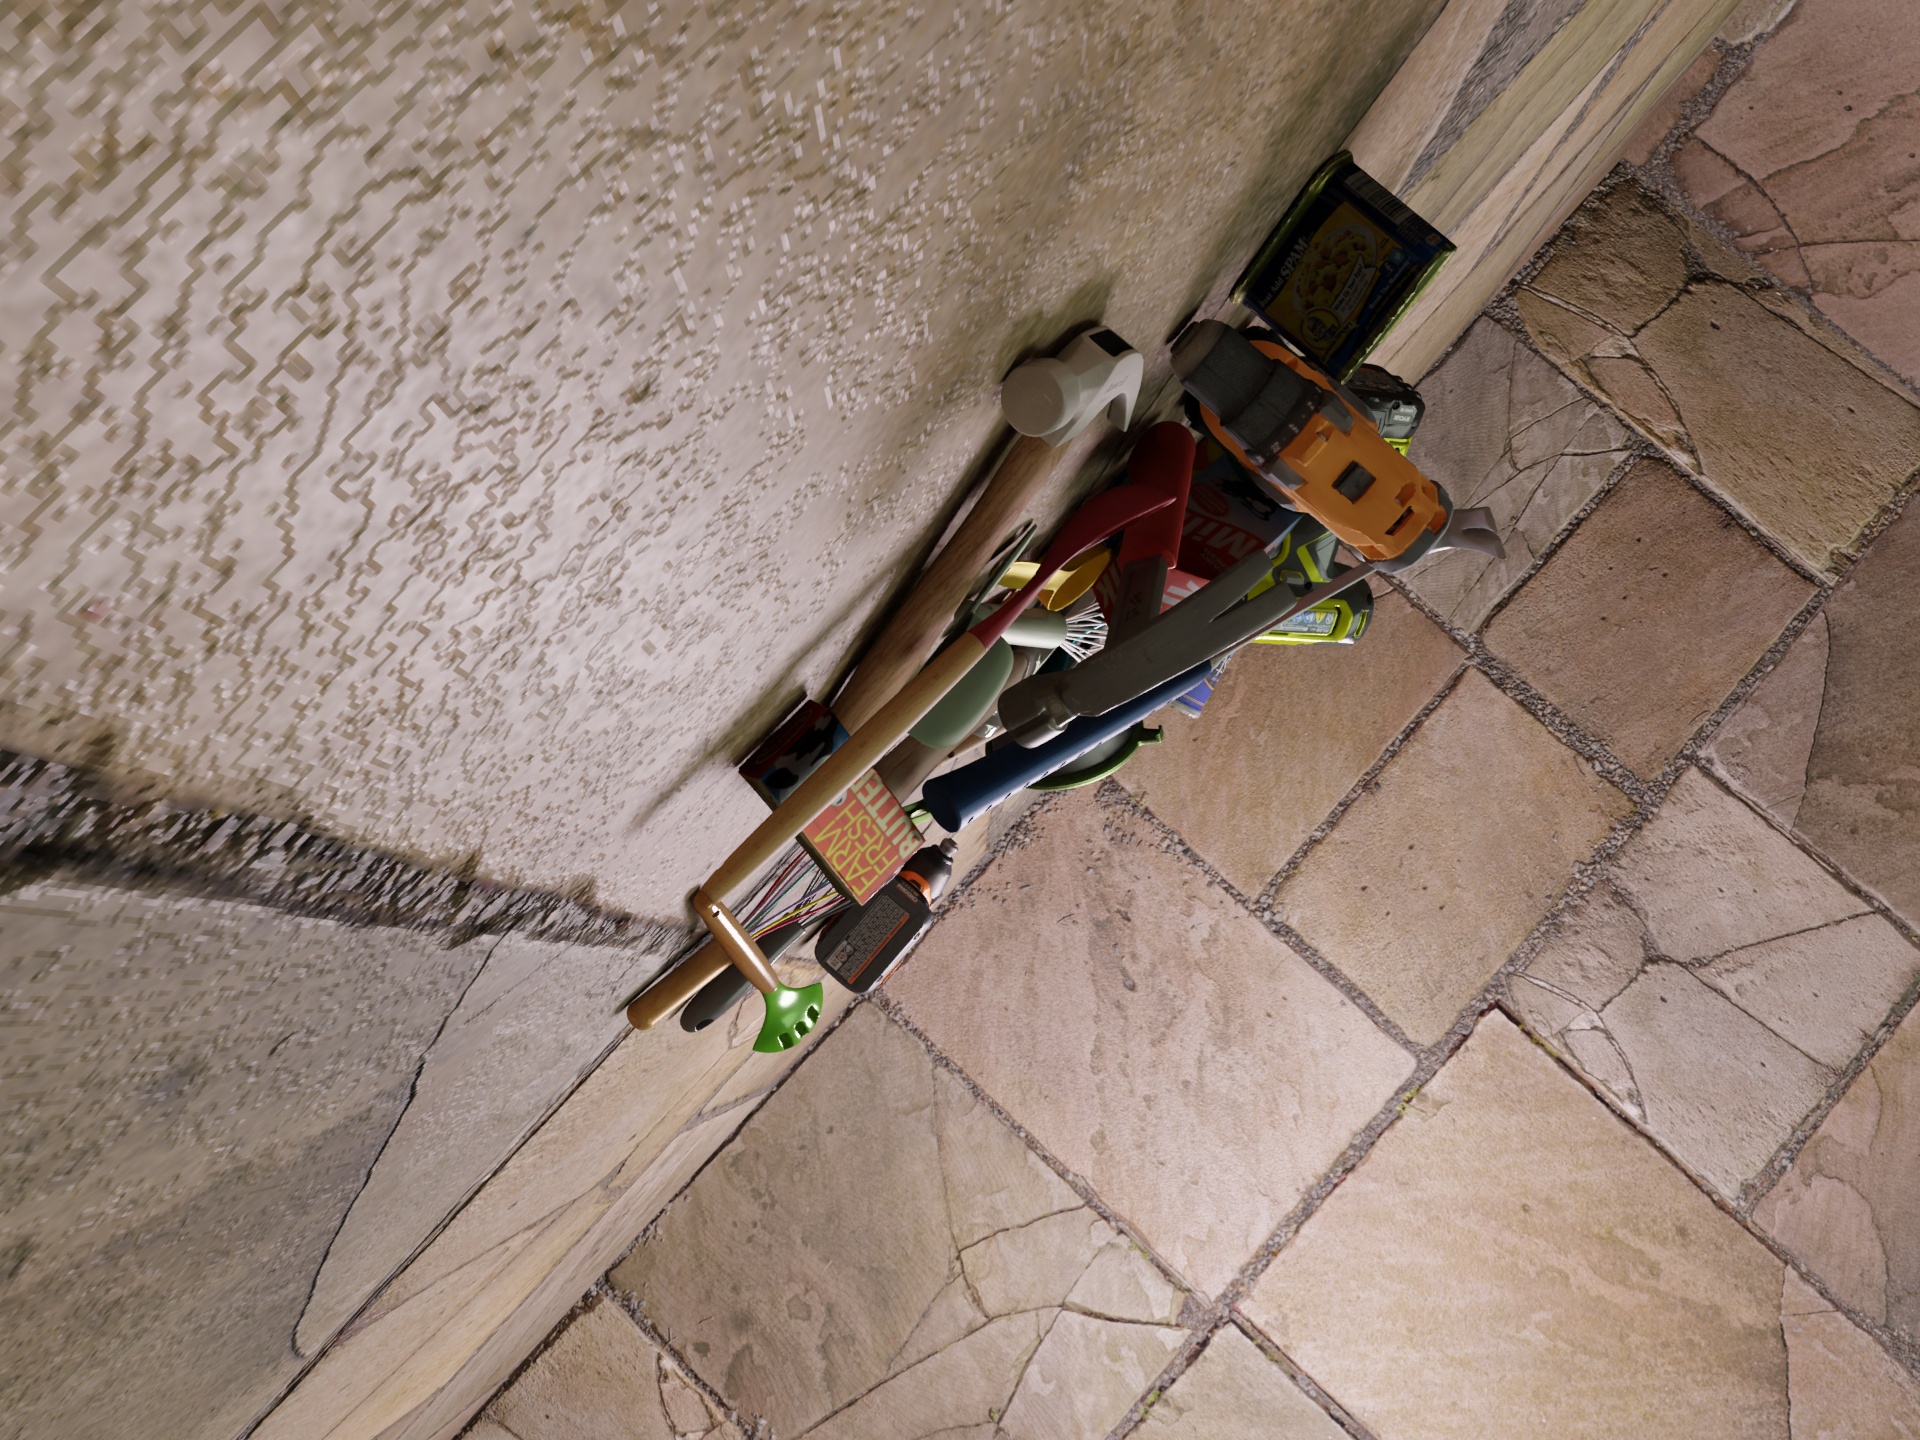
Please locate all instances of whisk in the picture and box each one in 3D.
[{"bbox_3d":[0.064,-0.060,1.045,0.246,0.058,0.059,1,109,-60],"label":"whisk"},{"bbox_3d":[-0.131,0.161,1.261,0.239,0.055,0.055,-43,172,-6],"label":"whisk"},{"bbox_3d":[-0.137,0.141,1.112,0.245,0.047,0.051,-37,169,-43],"label":"whisk"}]

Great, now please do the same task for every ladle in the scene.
[{"bbox_3d":[-0.010,-0.021,0.797,0.315,0.031,0.069,-44,-176,-13],"label":"ladle"}]

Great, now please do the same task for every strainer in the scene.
[{"bbox_3d":[0.046,0.016,1.453,0.256,0.152,0.069,-27,126,-19],"label":"strainer"}]

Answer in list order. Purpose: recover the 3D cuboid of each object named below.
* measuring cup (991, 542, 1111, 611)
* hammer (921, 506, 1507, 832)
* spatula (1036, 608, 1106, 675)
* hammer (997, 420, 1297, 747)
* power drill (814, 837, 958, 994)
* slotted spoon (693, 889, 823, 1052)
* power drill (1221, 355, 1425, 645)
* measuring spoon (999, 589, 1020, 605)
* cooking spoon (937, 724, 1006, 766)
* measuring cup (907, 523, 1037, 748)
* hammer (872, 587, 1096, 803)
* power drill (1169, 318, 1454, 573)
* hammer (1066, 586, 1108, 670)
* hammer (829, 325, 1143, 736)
[{"bbox_3d":[0.050,-0.101,1.027,0.062,0.029,0.156,-46,162,20],"label":"measuring cup"},{"bbox_3d":[0.157,-0.041,0.972,0.405,0.035,0.144,-28,-166,-21],"label":"hammer"},{"bbox_3d":[0.157,-0.098,1.211,0.317,0.044,0.082,-32,-143,17],"label":"spatula"},{"bbox_3d":[0.113,-0.105,0.879,0.149,0.036,0.359,-30,-163,24],"label":"hammer"},{"bbox_3d":[-0.070,0.201,1.712,0.164,0.084,0.226,-50,177,6],"label":"power drill"},{"bbox_3d":[-0.137,0.173,1.077,0.070,0.031,0.313,-44,158,-14],"label":"slotted spoon"},{"bbox_3d":[0.251,-0.163,1.243,0.080,0.190,0.228,-111,-151,-54],"label":"power drill"},{"bbox_3d":[0.016,-0.068,1.037,0.021,0.011,0.117,-51,176,30],"label":"measuring spoon"},{"bbox_3d":[0.116,-0.044,1.305,0.319,0.068,0.017,-29,-158,-8],"label":"cooking spoon"},{"bbox_3d":[0.018,-0.050,0.907,0.168,0.038,0.083,-57,-171,-35],"label":"measuring cup"},{"bbox_3d":[-0.002,-0.003,1.039,0.146,0.038,0.411,-52,176,22],"label":"hammer"},{"bbox_3d":[0.196,-0.185,0.976,0.084,0.185,0.226,-50,-168,16],"label":"power drill"},{"bbox_3d":[0.113,-0.107,1.299,0.146,0.035,0.334,-45,173,-26],"label":"hammer"},{"bbox_3d":[-0.012,-0.062,0.799,0.331,0.031,0.130,-53,171,37],"label":"hammer"}]
